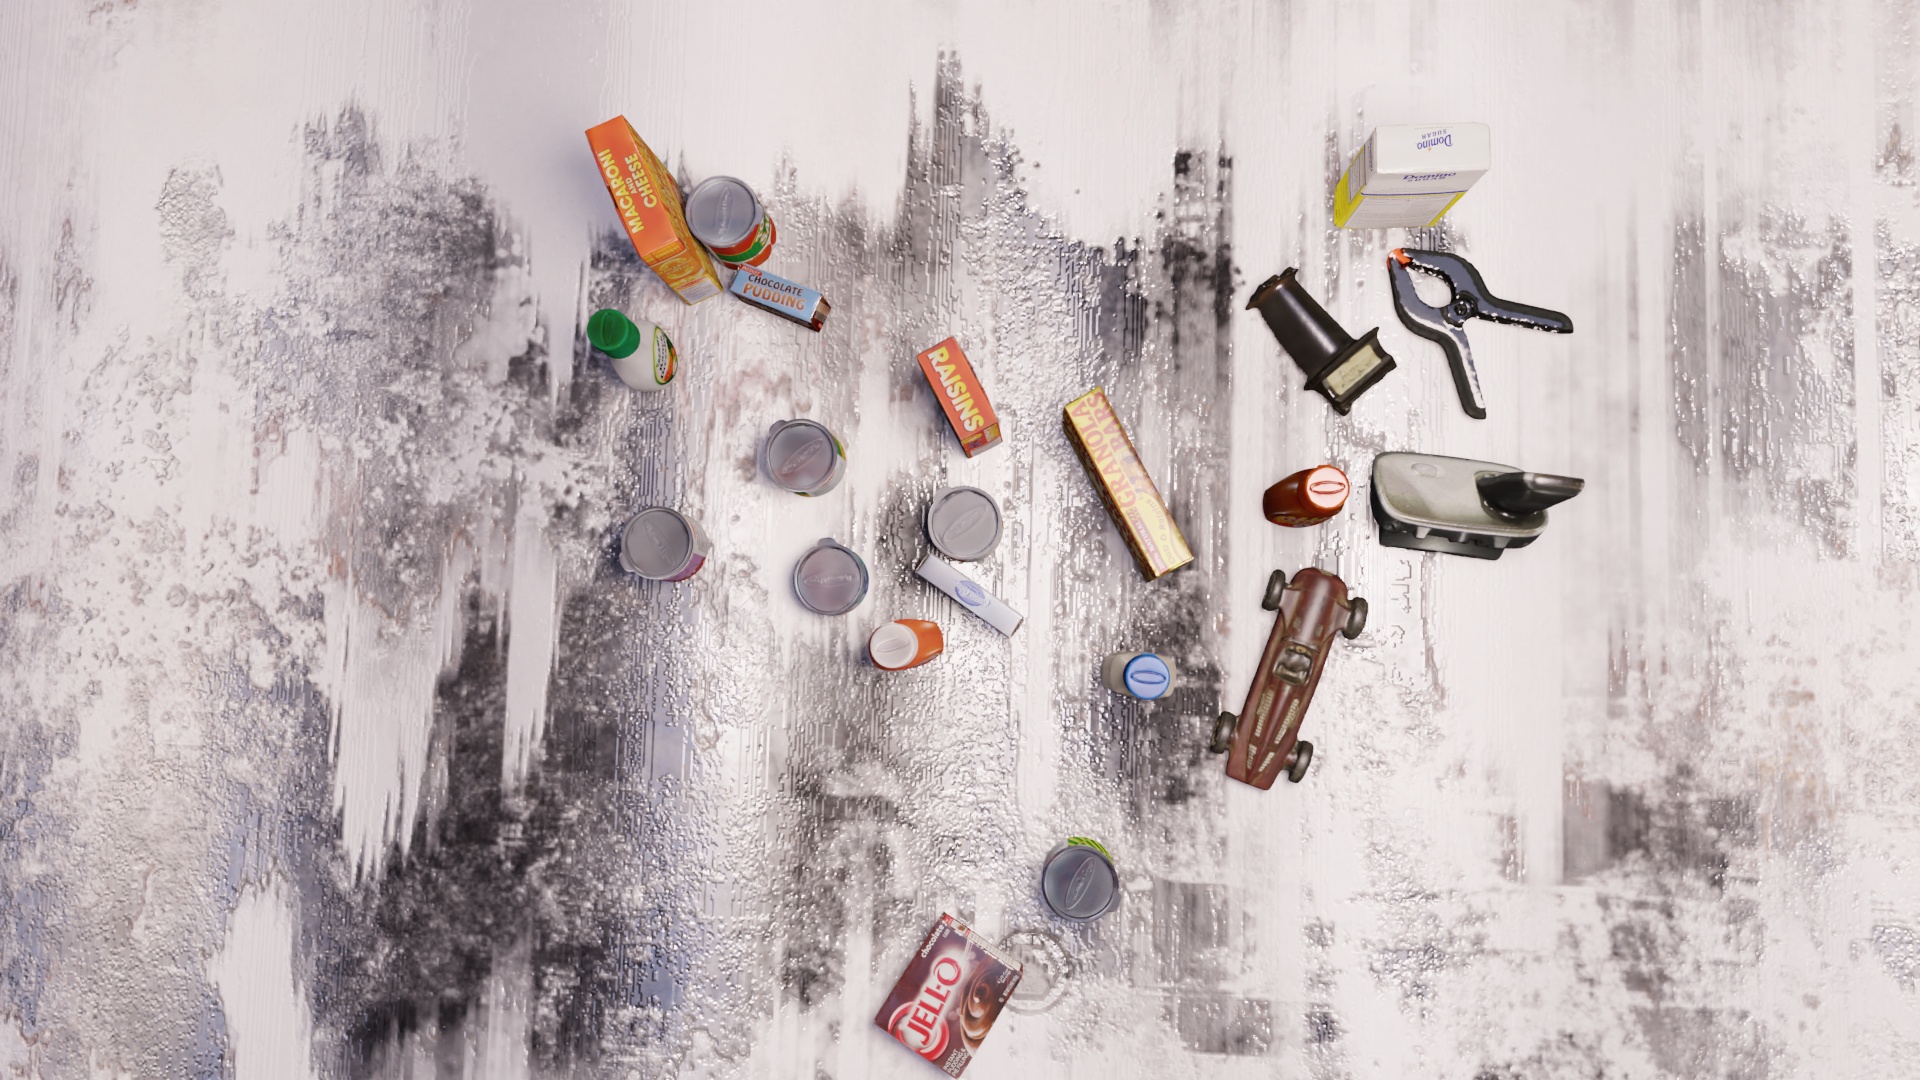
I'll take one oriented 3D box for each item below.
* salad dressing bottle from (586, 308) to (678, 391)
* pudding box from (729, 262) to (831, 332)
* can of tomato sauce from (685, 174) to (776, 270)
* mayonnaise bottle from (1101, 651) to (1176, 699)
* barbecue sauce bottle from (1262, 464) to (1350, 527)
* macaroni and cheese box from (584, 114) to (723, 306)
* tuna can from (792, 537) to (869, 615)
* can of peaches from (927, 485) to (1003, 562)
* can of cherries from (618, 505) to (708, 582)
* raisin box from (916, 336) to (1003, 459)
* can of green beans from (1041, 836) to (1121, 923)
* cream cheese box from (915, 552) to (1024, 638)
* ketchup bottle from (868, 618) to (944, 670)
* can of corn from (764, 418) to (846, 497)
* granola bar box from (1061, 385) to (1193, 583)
[{"bbox_3d":[-0.292,-0.172,1.240,0.044,0.147,0.064,0,86,4],"label":"salad dressing bottle"},{"bbox_3d":[-0.166,-0.225,1.285,0.084,0.049,0.030,22,87,5],"label":"pudding box"},{"bbox_3d":[-0.207,-0.291,1.277,0.071,0.083,0.071,0,85,4],"label":"can of tomato sauce"},{"bbox_3d":[0.155,0.115,1.185,0.065,0.148,0.041,5,86,4],"label":"mayonnaise bottle"},{"bbox_3d":[0.300,-0.038,1.189,0.065,0.148,0.043,-1,86,4],"label":"barbecue sauce bottle"},{"bbox_3d":[-0.270,-0.289,1.239,0.040,0.166,0.124,-25,84,2],"label":"macaroni and cheese box"},{"bbox_3d":[-0.118,0.033,1.268,0.071,0.033,0.071,0,85,4],"label":"tuna can"},{"bbox_3d":[0.004,-0.016,1.252,0.071,0.058,0.071,0,85,4],"label":"can of peaches"},{"bbox_3d":[-0.271,0.005,1.268,0.071,0.058,0.071,0,85,4],"label":"can of cherries"},{"bbox_3d":[0.001,-0.124,1.229,0.040,0.123,0.086,-27,84,2],"label":"raisin box"},{"bbox_3d":[0.104,0.297,1.218,0.071,0.058,0.071,0,85,4],"label":"can of green beans"},{"bbox_3d":[0.010,0.050,1.248,0.104,0.053,0.024,35,89,6],"label":"cream cheese box"},{"bbox_3d":[-0.051,0.090,1.201,0.065,0.148,0.043,-16,85,3],"label":"ketchup bottle"},{"bbox_3d":[-0.142,-0.076,1.267,0.071,0.058,0.071,0,85,4],"label":"can of corn"},{"bbox_3d":[0.143,-0.044,1.212,0.039,0.124,0.165,-28,84,1],"label":"granola bar box"}]
